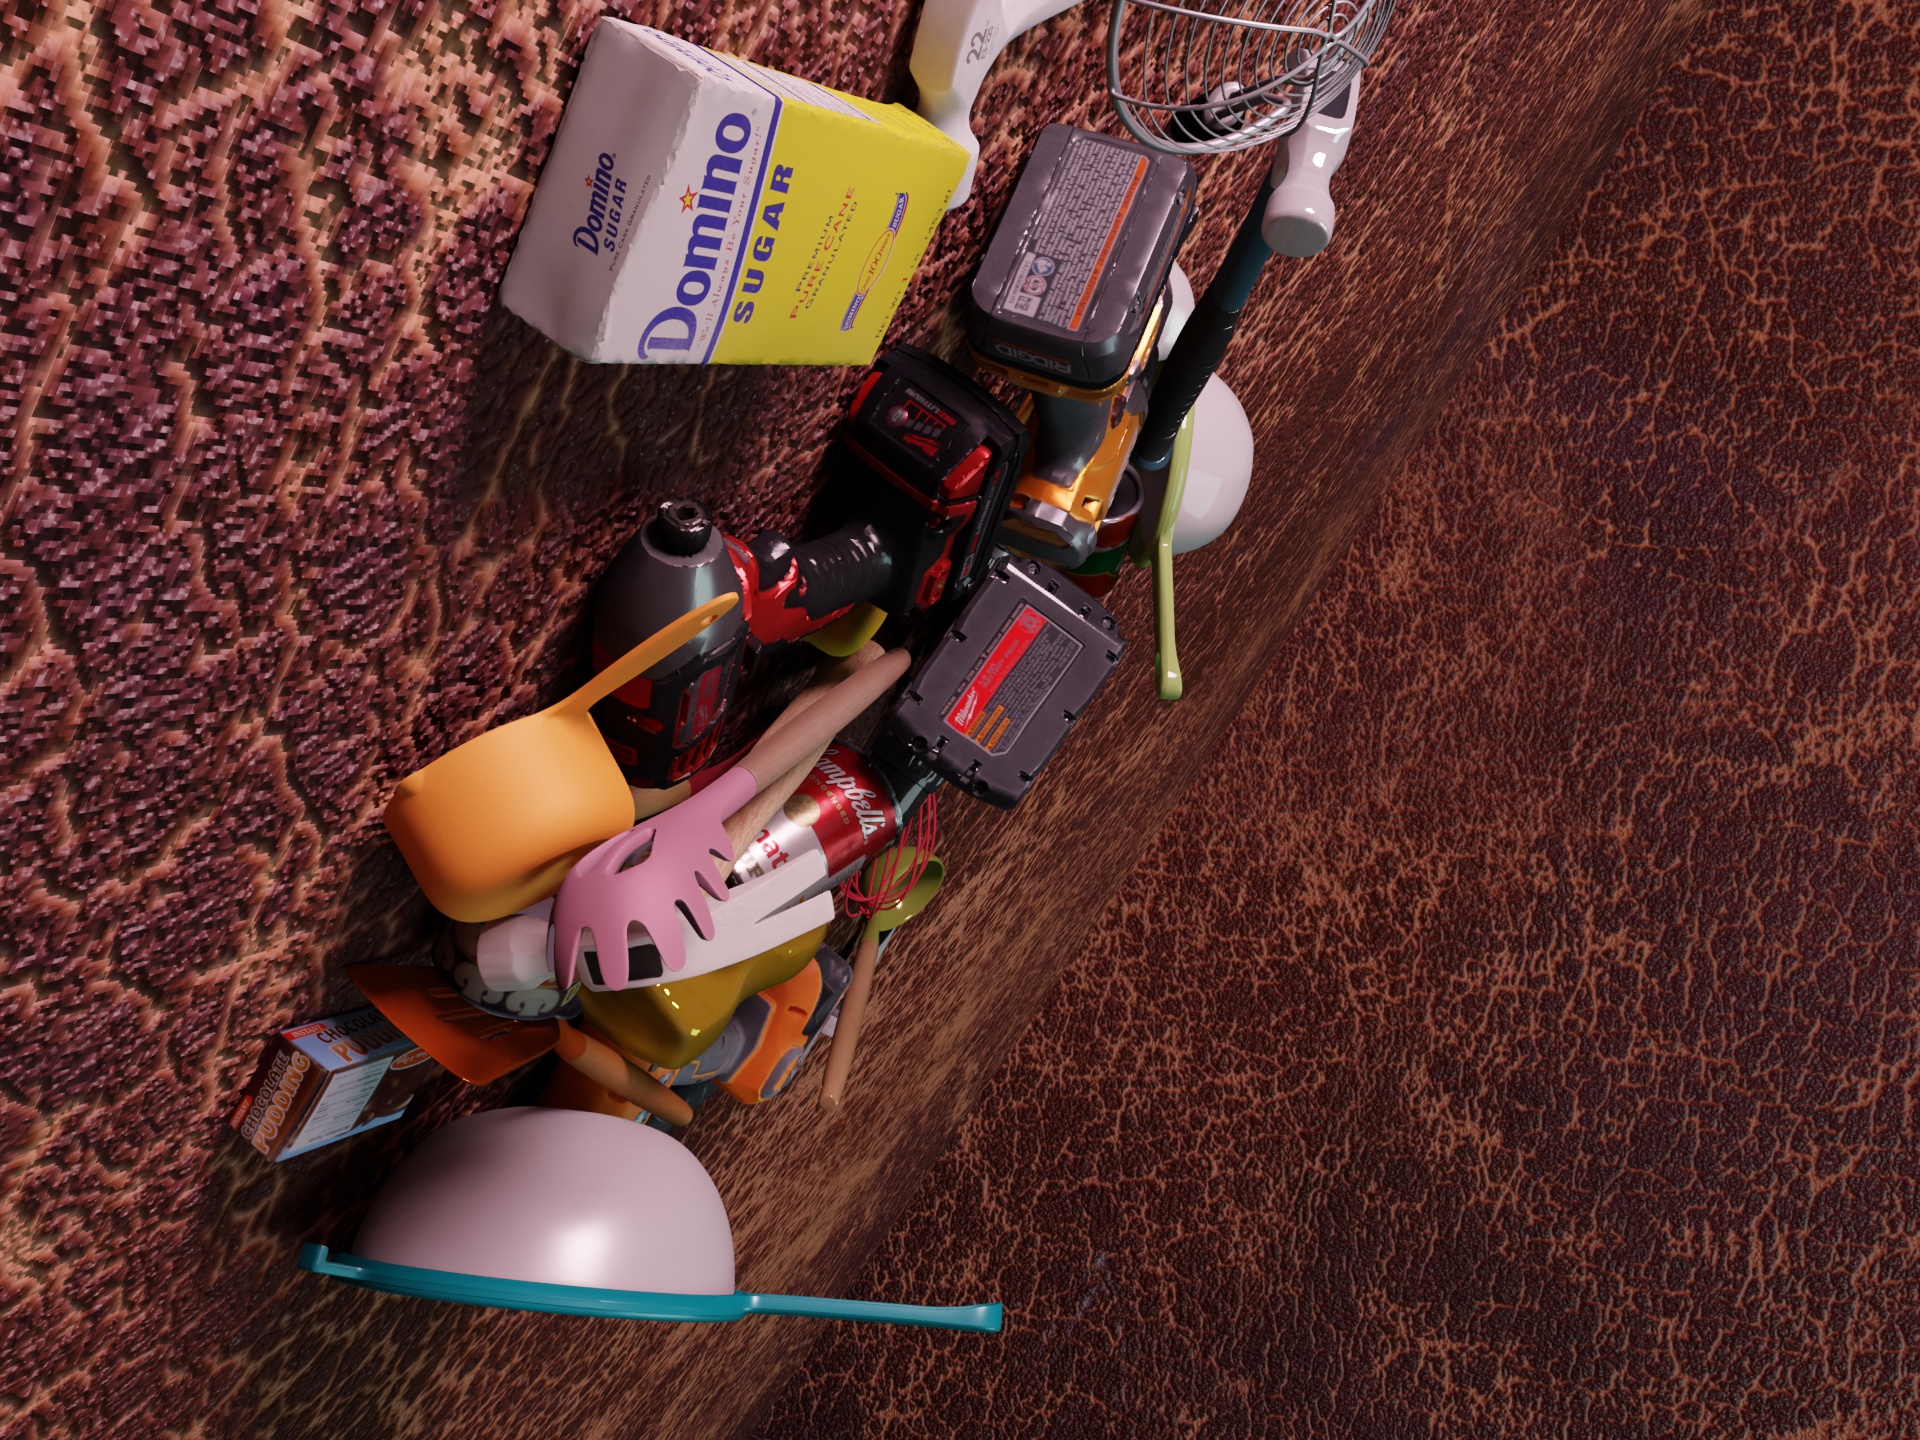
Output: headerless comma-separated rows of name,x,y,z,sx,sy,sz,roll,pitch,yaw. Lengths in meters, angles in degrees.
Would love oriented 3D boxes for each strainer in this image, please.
strainer,-0.145,0.257,0.825,0.211,0.340,0.095,95,1,-72
strainer,0.082,-0.191,0.987,0.258,0.050,0.087,-56,-179,19
strainer,0.157,-0.127,1.042,0.151,0.069,0.257,108,-14,-62

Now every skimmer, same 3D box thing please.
skimmer,0.104,-0.289,0.675,0.127,0.090,0.363,-43,-168,11

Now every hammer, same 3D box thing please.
hammer,-0.167,0.252,1.210,0.409,0.036,0.149,-27,149,-61
hammer,-0.092,0.030,0.755,0.331,0.130,0.031,-60,142,-63
hammer,0.137,-0.217,0.832,0.331,0.033,0.128,114,-8,-71
hammer,0.109,-0.356,0.694,0.405,0.035,0.144,-43,162,-38

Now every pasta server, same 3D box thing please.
pasta server,-0.081,0.025,0.682,0.316,0.060,0.040,-45,128,-63

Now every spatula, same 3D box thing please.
spatula,-0.189,0.172,0.780,0.041,0.081,0.322,-50,159,-14

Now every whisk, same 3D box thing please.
whisk,-0.032,0.016,1.066,0.073,0.073,0.295,-34,149,-54

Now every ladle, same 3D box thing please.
ladle,-0.153,0.040,0.781,0.069,0.031,0.315,-62,162,18
ladle,-0.059,0.183,1.149,0.078,0.062,0.320,-58,-172,23

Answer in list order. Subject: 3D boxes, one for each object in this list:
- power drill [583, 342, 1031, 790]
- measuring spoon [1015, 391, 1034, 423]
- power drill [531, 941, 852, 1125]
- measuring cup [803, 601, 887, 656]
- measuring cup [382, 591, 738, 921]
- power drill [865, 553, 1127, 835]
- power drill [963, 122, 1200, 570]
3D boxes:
power drill,-0.071,-0.073,0.694,0.220,0.078,0.143,-39,160,-38
measuring spoon,0.024,-0.165,0.920,0.117,0.011,0.021,-57,168,23
power drill,-0.158,0.185,0.993,0.164,0.084,0.226,-59,161,14
measuring cup,-0.039,-0.066,0.893,0.062,0.029,0.156,-59,164,18
measuring cup,-0.137,0.018,0.598,0.173,0.052,0.095,-34,170,21
power drill,-0.001,-0.003,0.894,0.188,0.080,0.227,-54,-174,-3
power drill,0.068,-0.200,0.805,0.226,0.084,0.185,78,33,-71
